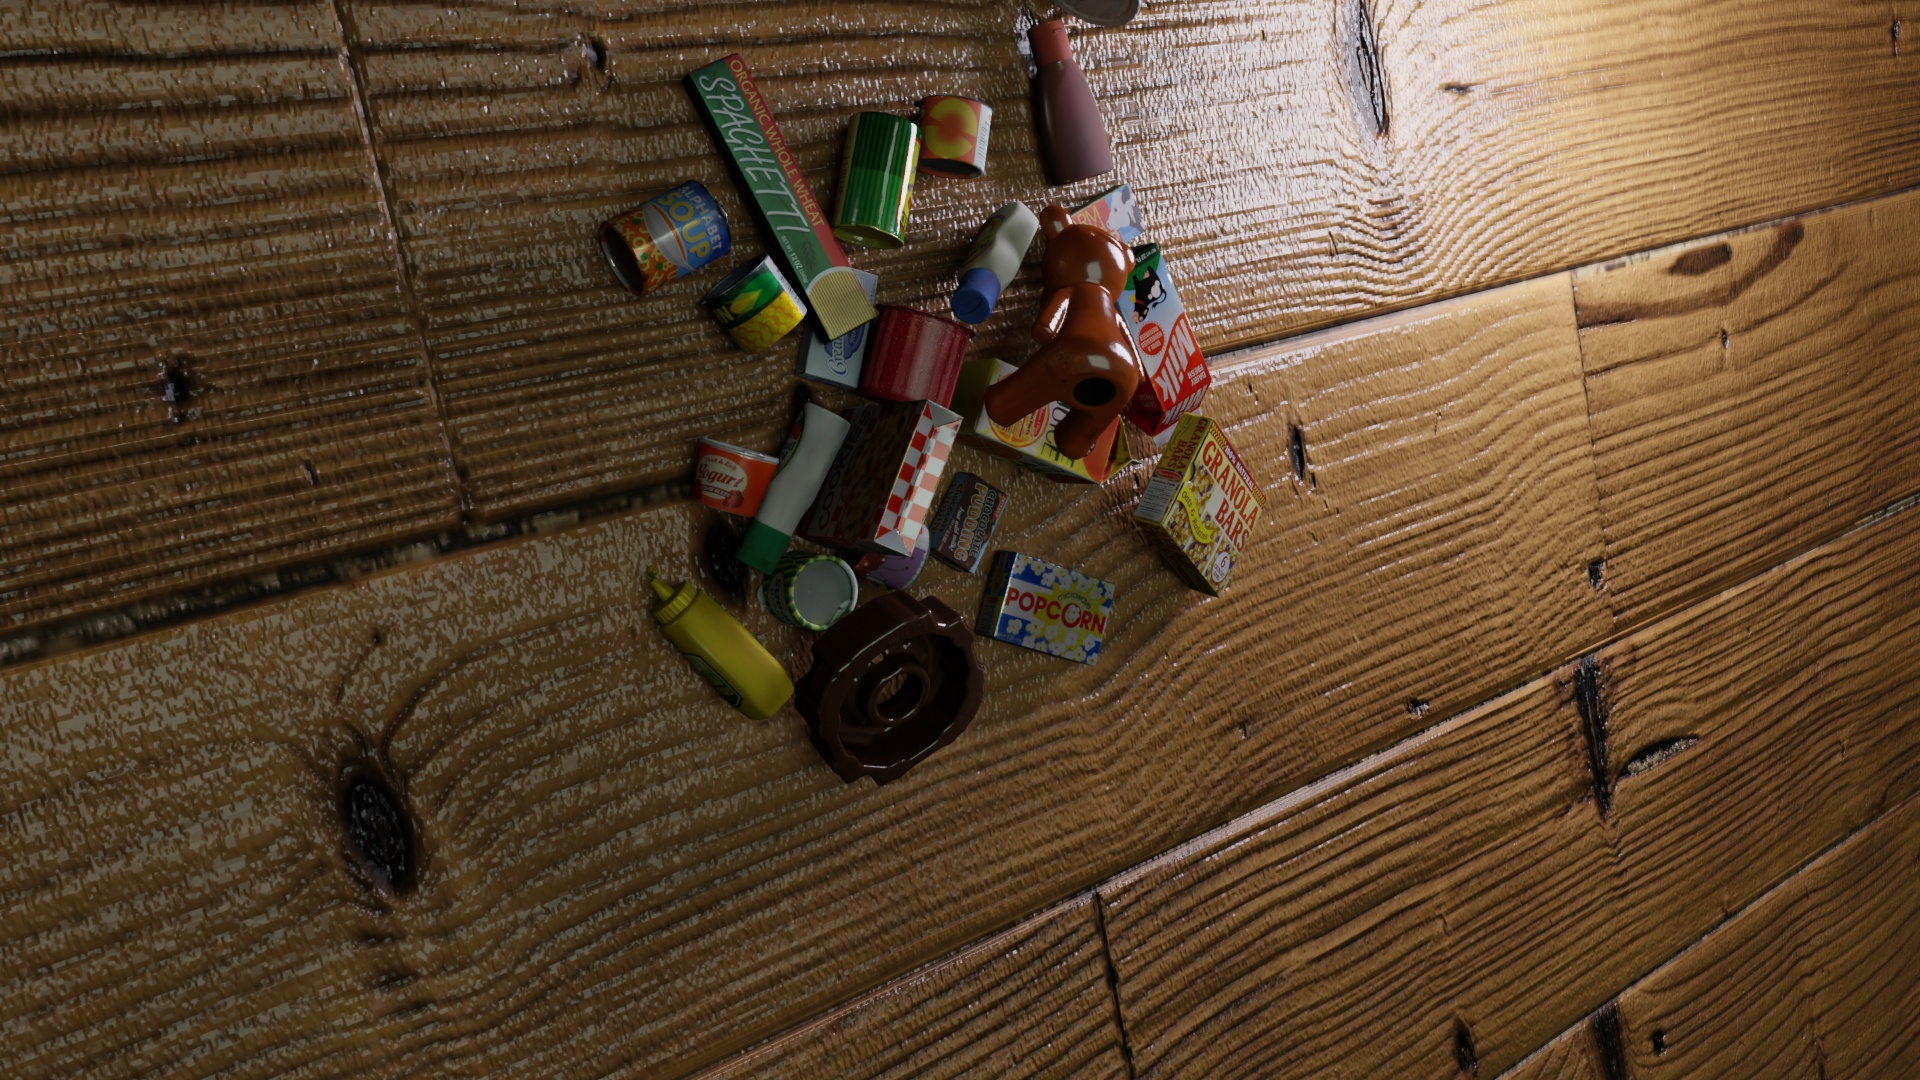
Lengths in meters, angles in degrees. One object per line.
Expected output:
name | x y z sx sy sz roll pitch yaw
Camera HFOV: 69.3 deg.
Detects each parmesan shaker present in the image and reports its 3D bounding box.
parmesan shaker | -0.073 -0.314 1.212 0.071 0.071 0.103 12 86 -31

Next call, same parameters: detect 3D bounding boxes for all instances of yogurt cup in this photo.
yogurt cup | -0.191 -0.052 1.158 0.072 0.072 0.054 15 93 -31

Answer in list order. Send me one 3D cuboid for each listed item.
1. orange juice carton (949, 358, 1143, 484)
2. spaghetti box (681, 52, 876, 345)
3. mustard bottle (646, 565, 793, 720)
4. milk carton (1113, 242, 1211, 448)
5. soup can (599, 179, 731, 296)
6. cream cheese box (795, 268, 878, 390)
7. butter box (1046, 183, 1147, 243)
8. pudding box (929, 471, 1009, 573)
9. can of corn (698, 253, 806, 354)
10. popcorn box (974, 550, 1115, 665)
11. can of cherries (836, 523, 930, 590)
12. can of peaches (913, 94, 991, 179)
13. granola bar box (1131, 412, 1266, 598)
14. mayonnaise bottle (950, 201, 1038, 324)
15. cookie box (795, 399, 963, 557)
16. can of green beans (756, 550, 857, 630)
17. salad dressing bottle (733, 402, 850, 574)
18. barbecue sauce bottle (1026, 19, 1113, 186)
orange juice carton | 0.081 -0.104 1.316 0.193 0.072 0.073 20 82 -30
spaghetti box | -0.152 -0.287 1.173 0.050 0.028 0.249 -32 102 -20
mustard bottle | -0.209 0.082 1.155 0.160 0.065 0.049 49 63 -17
milk carton | 0.183 -0.190 1.373 0.072 0.073 0.190 -34 109 -25
soup can | -0.236 -0.243 1.116 0.084 0.071 0.071 -34 109 -25
cream cheese box | -0.109 -0.189 1.224 0.053 0.024 0.104 13 85 -30
butter box | 0.133 -0.306 1.366 0.104 0.024 0.053 -35 109 -26
pudding box | 0.005 -0.016 1.297 0.049 0.030 0.084 33 76 -29
can of corn | -0.173 -0.196 1.161 0.071 0.071 0.058 -45 114 -21
popcorn box | 0.083 0.066 1.344 0.127 0.038 0.085 18 82 -31
can of cherries | -0.070 0.008 1.233 0.058 0.071 0.071 21 81 -30
can of peaches | -0.010 -0.363 1.253 0.071 0.071 0.058 7 89 -31
granola bar box | 0.245 -0.033 1.405 0.165 0.039 0.124 44 69 -48
mayonnaise bottle | 0.027 -0.247 1.245 0.041 0.064 0.149 43 39 -19
cookie box | -0.071 -0.052 1.170 0.040 0.167 0.123 25 80 -27
can of green beans | -0.130 0.043 1.201 0.071 0.058 0.071 -2 93 -31
salad dressing bottle | -0.146 -0.044 1.189 0.044 0.064 0.147 27 86 -17
barbecue sauce bottle | 0.100 -0.419 1.330 0.065 0.043 0.148 -22 103 -29
